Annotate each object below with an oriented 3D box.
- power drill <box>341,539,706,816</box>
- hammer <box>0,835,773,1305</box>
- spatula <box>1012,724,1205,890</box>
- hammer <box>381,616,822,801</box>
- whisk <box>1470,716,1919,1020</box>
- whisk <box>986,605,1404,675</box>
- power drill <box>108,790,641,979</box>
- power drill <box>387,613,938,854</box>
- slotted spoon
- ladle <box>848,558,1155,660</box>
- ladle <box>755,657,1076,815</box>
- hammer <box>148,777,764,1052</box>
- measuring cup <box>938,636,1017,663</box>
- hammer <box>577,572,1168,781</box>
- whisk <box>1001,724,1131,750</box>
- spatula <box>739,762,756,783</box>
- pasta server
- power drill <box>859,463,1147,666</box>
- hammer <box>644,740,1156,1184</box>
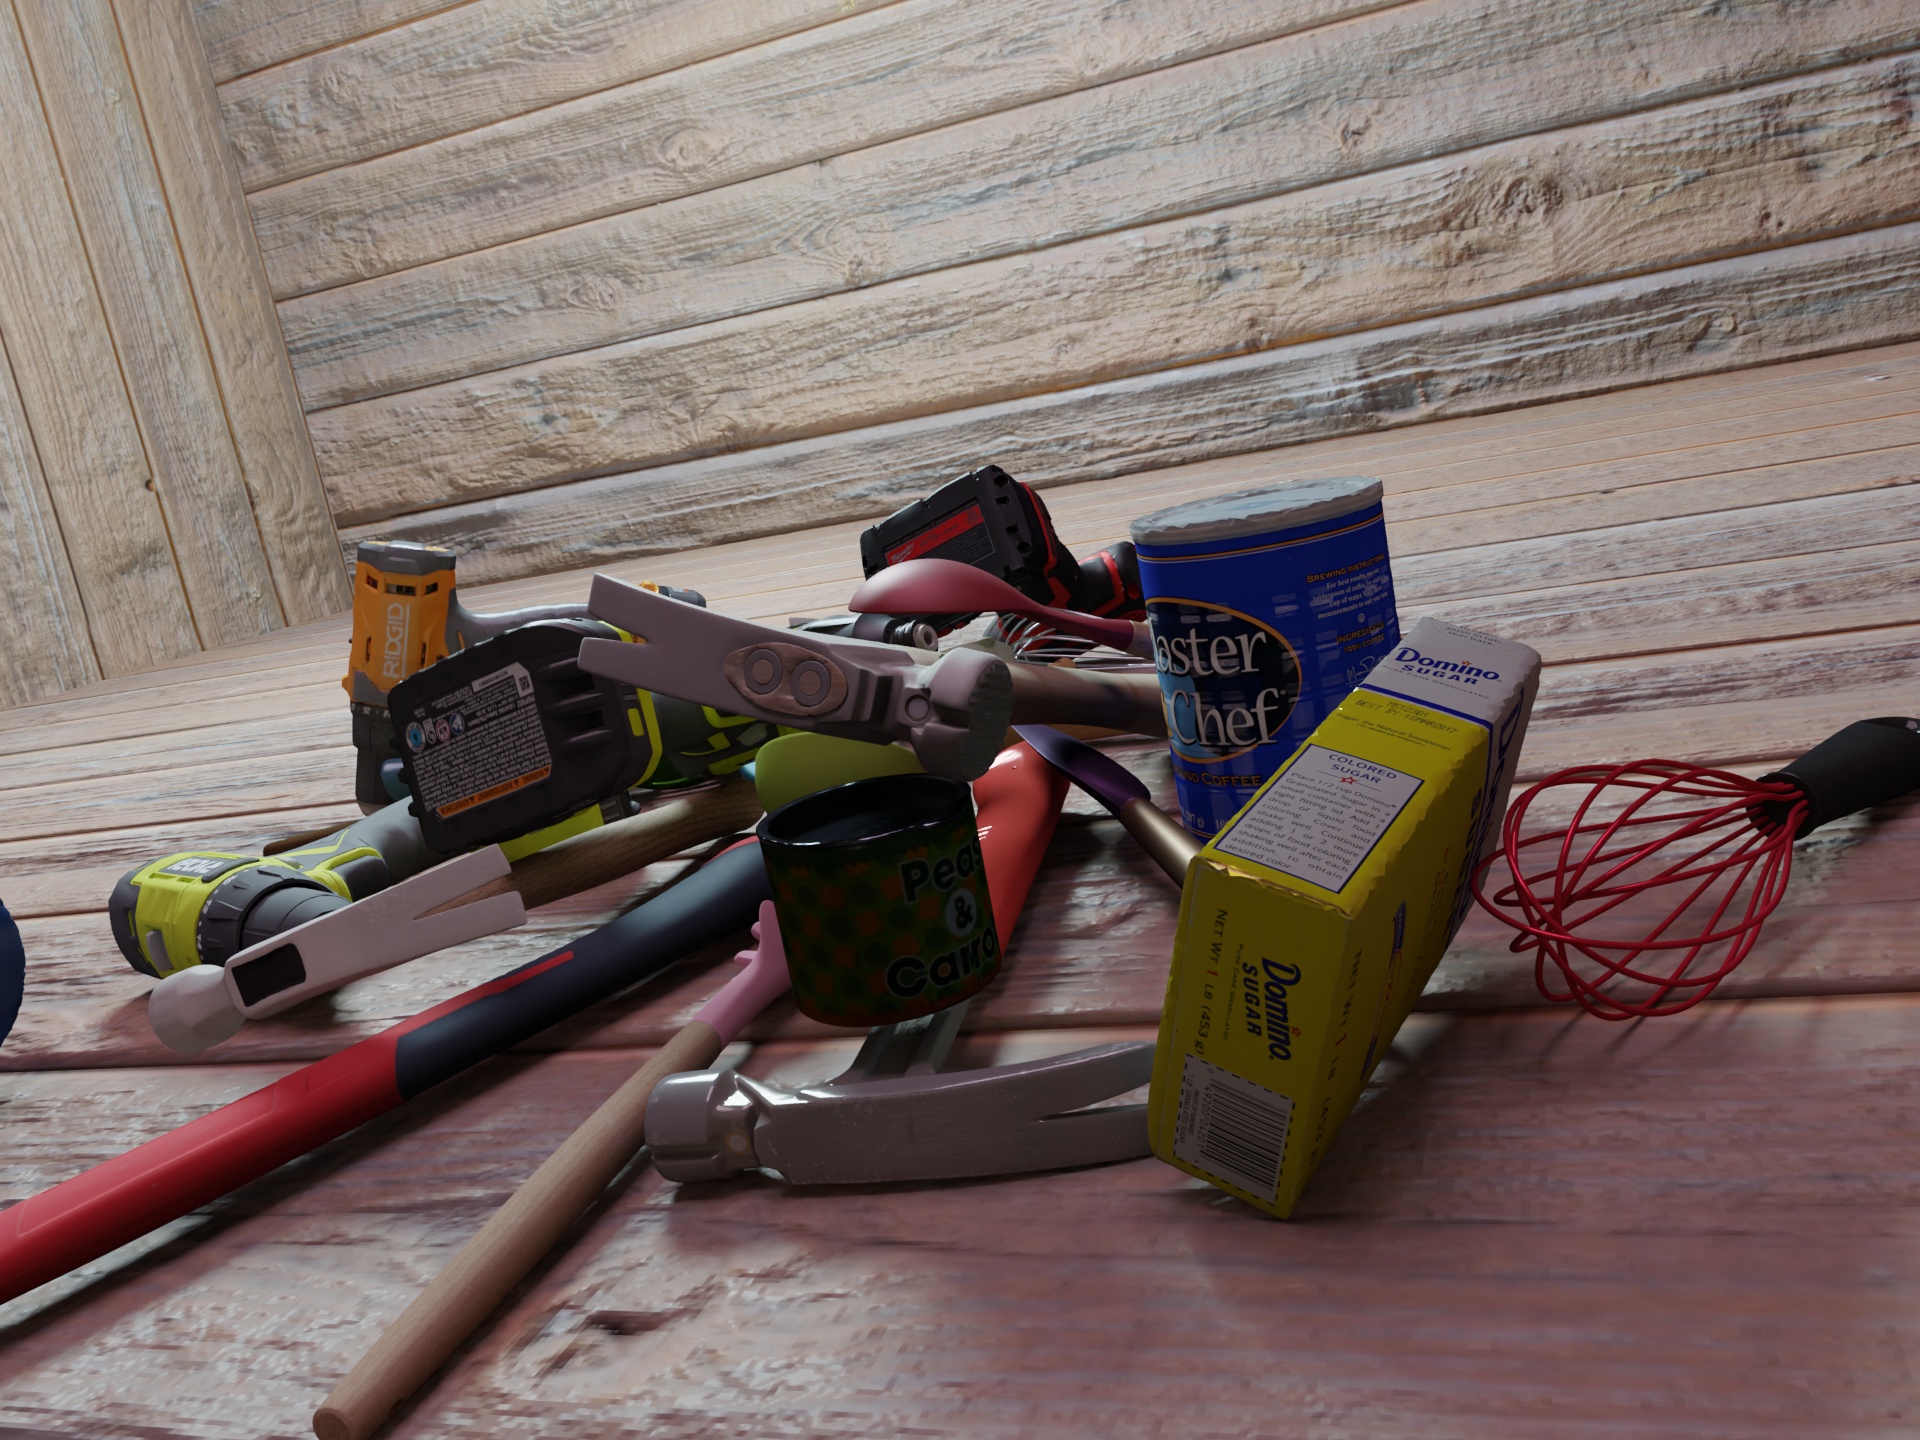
[{"bbox_3d":[-0.293,-0.017,1.062,0.226,0.185,0.084,6,7,-15],"label":"power drill"},{"bbox_3d":[-0.184,0.120,0.544,0.143,0.038,0.386,1,17,40],"label":"hammer"},{"bbox_3d":[0.080,0.046,0.618,0.059,0.018,0.316,20,10,-18],"label":"spatula"},{"bbox_3d":[-0.196,0.002,1.001,0.331,0.033,0.128,-14,-23,1],"label":"hammer"},{"bbox_3d":[0.255,0.032,0.507,0.295,0.073,0.073,-13,10,-41],"label":"whisk"},{"bbox_3d":[0.140,-0.033,0.933,0.285,0.070,0.070,2,17,30],"label":"whisk"},{"bbox_3d":[-0.274,0.068,0.780,0.191,0.080,0.228,-1,18,44],"label":"power drill"},{"bbox_3d":[-0.128,-0.007,0.734,0.171,0.080,0.223,-19,-3,36],"label":"power drill"},{"bbox_3d":[-0.285,0.051,0.989,0.314,0.031,0.070,-13,-6,5],"label":"slotted spoon"},{"bbox_3d":[0.098,-0.032,0.731,0.315,0.031,0.069,11,4,-24],"label":"ladle"},{"bbox_3d":[-0.001,-0.003,0.795,0.078,0.062,0.320,-7,12,25],"label":"ladle"},{"bbox_3d":[-0.178,0.067,0.702,0.130,0.031,0.331,-22,-1,24],"label":"hammer"},{"bbox_3d":[-0.034,-0.009,0.901,0.167,0.038,0.083,-6,-26,-37],"label":"measuring cup"},{"bbox_3d":[0.016,-0.014,0.661,0.146,0.038,0.410,14,5,22],"label":"hammer"},{"bbox_3d":[0.126,-0.010,0.857,0.245,0.051,0.047,-9,17,27],"label":"whisk"},{"bbox_3d":[-0.070,0.036,0.819,0.082,0.044,0.318,-8,12,-14],"label":"spatula"},{"bbox_3d":[-0.101,0.112,0.505,0.040,0.060,0.316,24,24,10],"label":"pasta server"},{"bbox_3d":[0.034,-0.085,1.061,0.143,0.079,0.219,-26,-20,23],"label":"power drill"},{"bbox_3d":[0.015,0.069,0.600,0.149,0.036,0.359,-8,12,13],"label":"hammer"}]
